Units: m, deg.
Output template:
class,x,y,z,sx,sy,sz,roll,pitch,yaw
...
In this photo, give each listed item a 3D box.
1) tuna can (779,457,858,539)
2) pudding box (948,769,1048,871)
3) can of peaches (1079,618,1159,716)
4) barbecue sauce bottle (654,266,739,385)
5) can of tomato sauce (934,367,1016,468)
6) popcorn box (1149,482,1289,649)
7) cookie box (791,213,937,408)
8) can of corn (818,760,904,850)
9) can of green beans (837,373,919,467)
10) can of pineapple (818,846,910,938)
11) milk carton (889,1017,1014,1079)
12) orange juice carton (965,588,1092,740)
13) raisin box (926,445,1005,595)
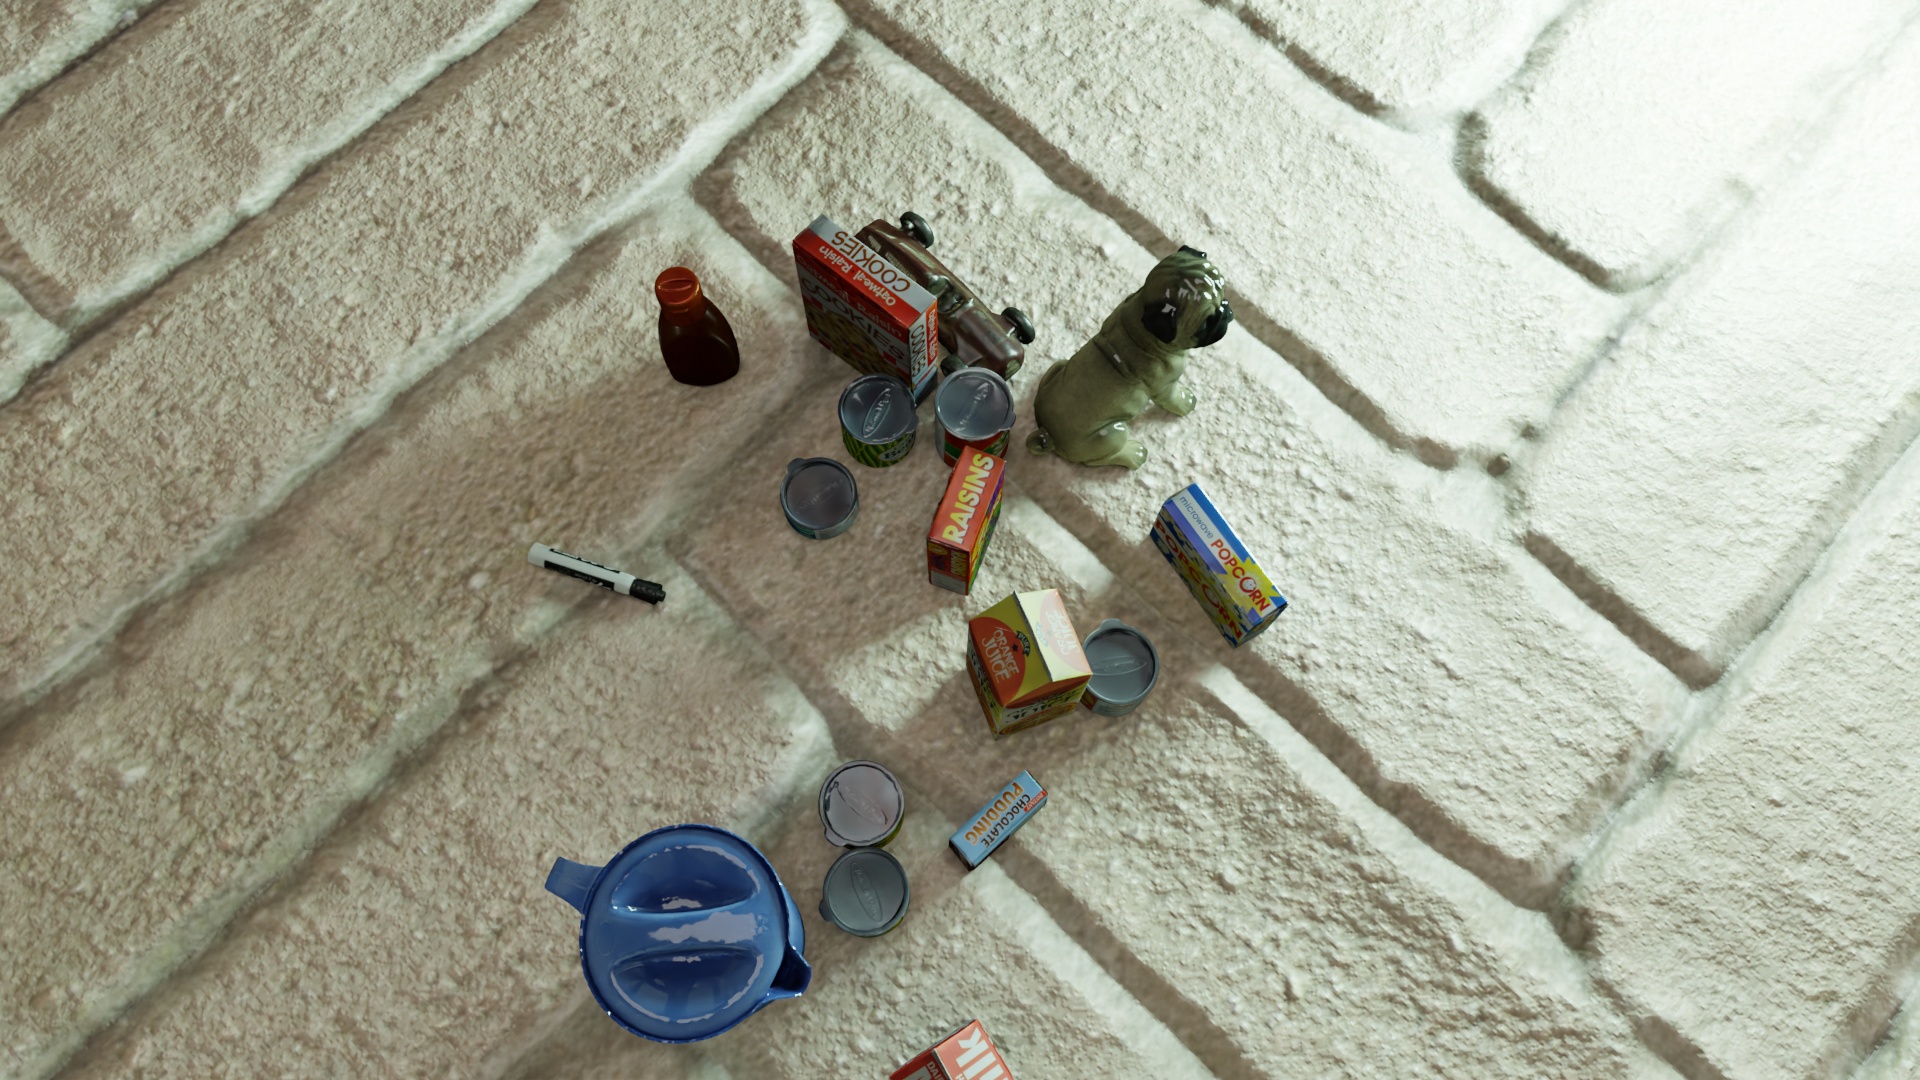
class,x,y,z,sx,sy,sz,roll,pitch,yaw
tuna can,-0.123,-0.037,1.196,0.071,0.032,0.071,0,72,-1
pudding box,0.030,0.223,1.103,0.084,0.049,0.030,-40,77,-13
can of peaches,0.126,0.105,1.139,0.071,0.058,0.071,0,72,-1
barbecue sauce bottle,-0.228,-0.181,1.182,0.065,0.148,0.044,-7,72,-3
can of tomato sauce,0.013,-0.101,1.194,0.071,0.083,0.071,0,72,-1
popcorn box,0.212,0.022,1.155,0.038,0.085,0.127,-32,75,-11
cookie box,-0.078,-0.188,1.177,0.123,0.167,0.040,38,75,11
can of corn,-0.079,0.213,1.099,0.071,0.058,0.071,0,72,-1
can of green beans,-0.072,-0.103,1.206,0.071,0.057,0.071,0,72,-1
can of pineapple,-0.074,0.274,1.079,0.071,0.057,0.071,0,72,-1
milk carton,0.000,0.386,0.973,0.073,0.190,0.072,-30,75,-10
orange juice carton,0.050,0.095,1.071,0.073,0.192,0.072,-19,73,-7
raisin box,0.004,-0.014,1.143,0.040,0.123,0.086,20,73,6
